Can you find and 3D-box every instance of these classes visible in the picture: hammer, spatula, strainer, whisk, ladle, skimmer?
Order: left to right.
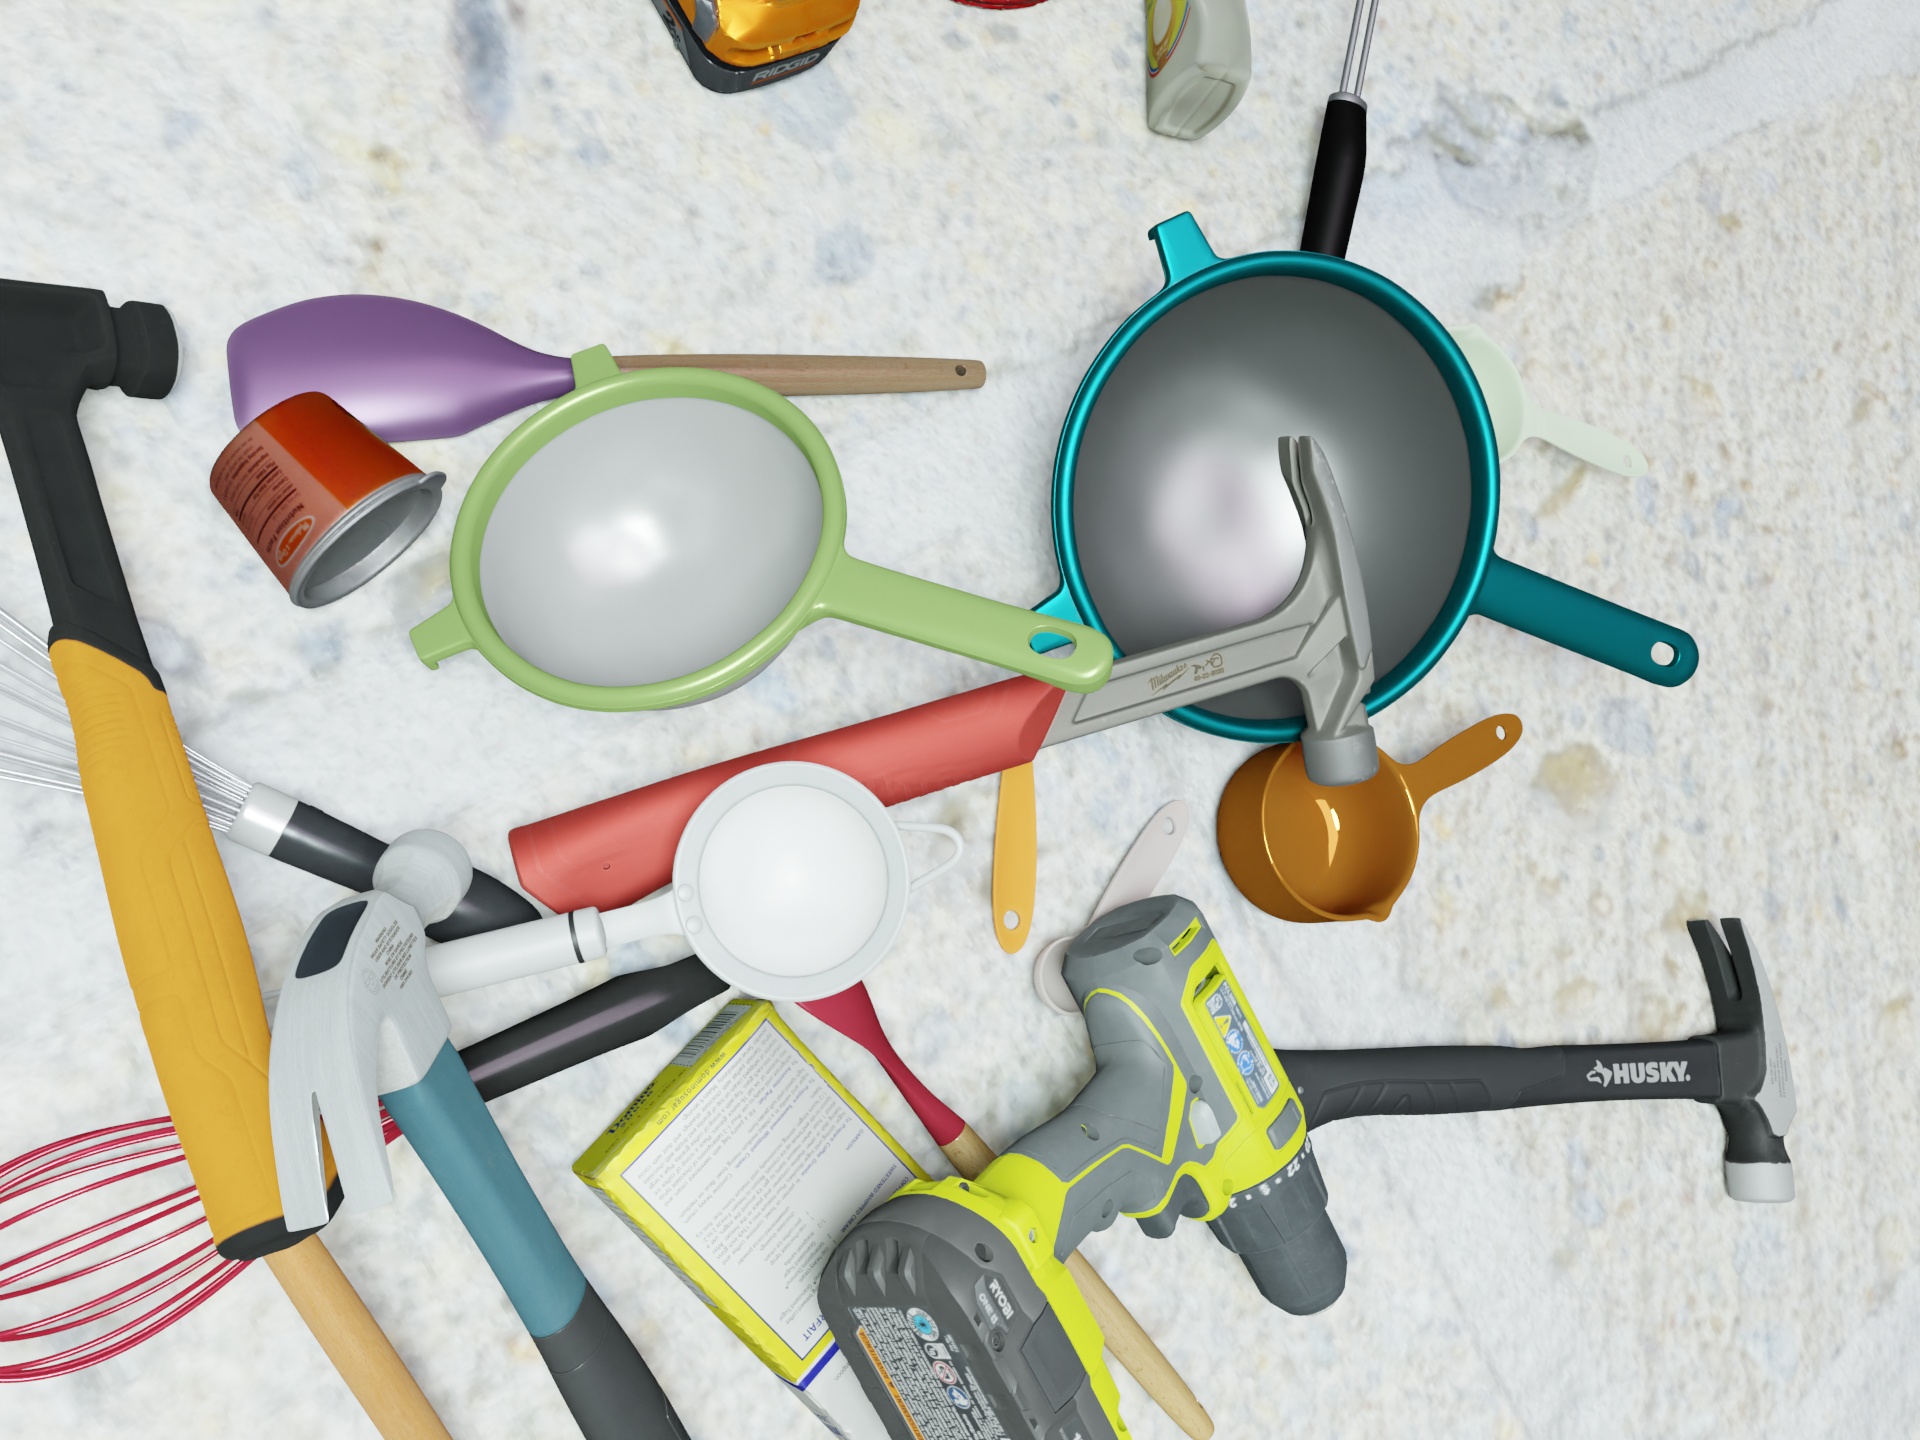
[{"bbox_3d":[-0.269,0.005,0.497,0.127,0.034,0.337,-8,68,-50],"label":"hammer"},{"bbox_3d":[-0.272,0.019,0.550,0.284,0.070,0.070,29,69,-22],"label":"whisk"},{"bbox_3d":[-0.208,0.141,0.553,0.296,0.073,0.073,-21,89,-32],"label":"whisk"},{"bbox_3d":[-0.167,0.261,0.532,0.081,0.041,0.322,-33,111,-26],"label":"spatula"},{"bbox_3d":[-0.127,0.203,0.529,0.033,0.128,0.330,-19,110,11],"label":"hammer"},{"bbox_3d":[-0.126,0.074,0.573,0.258,0.050,0.087,-13,88,-8],"label":"strainer"},{"bbox_3d":[-0.133,-0.146,0.664,0.315,0.018,0.060,-5,86,-24],"label":"spatula"},{"bbox_3d":[-0.065,-0.044,0.606,0.256,0.069,0.151,17,66,13],"label":"strainer"},{"bbox_3d":[-0.001,-0.002,0.637,0.359,0.037,0.149,-16,102,-13],"label":"hammer"},{"bbox_3d":[0.011,0.188,0.650,0.031,0.069,0.315,-38,104,-1],"label":"ladle"},{"bbox_3d":[0.201,-0.379,0.858,0.127,0.090,0.363,13,85,-25],"label":"skimmer"},{"bbox_3d":[0.187,-0.082,0.745,0.340,0.095,0.211,18,93,-18],"label":"strainer"},{"bbox_3d":[0.280,0.169,0.782,0.334,0.035,0.146,4,79,-24],"label":"hammer"}]

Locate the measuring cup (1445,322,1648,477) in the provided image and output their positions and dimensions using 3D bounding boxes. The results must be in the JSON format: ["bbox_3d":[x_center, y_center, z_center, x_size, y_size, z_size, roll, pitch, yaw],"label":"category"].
[{"bbox_3d":[0.296,-0.154,0.852,0.167,0.038,0.083,14,74,-24],"label":"measuring cup"}]

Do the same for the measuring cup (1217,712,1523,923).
[{"bbox_3d":[0.197,0.036,0.761,0.173,0.052,0.095,-24,90,-28],"label":"measuring cup"}]

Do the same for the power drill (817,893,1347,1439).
[{"bbox_3d":[0.067,0.201,0.620,0.228,0.080,0.190,-36,102,-46],"label":"power drill"}]

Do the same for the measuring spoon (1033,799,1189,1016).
[{"bbox_3d":[0.068,0.082,0.717,0.034,0.018,0.124,49,58,-16],"label":"measuring spoon"}]

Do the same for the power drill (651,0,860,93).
[{"bbox_3d":[-0.074,-0.371,0.619,0.084,0.226,0.164,-31,93,-26],"label":"power drill"}]

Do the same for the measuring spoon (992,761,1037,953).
[{"bbox_3d":[0.023,0.044,0.705,0.021,0.011,0.117,5,81,-24],"label":"measuring spoon"}]
